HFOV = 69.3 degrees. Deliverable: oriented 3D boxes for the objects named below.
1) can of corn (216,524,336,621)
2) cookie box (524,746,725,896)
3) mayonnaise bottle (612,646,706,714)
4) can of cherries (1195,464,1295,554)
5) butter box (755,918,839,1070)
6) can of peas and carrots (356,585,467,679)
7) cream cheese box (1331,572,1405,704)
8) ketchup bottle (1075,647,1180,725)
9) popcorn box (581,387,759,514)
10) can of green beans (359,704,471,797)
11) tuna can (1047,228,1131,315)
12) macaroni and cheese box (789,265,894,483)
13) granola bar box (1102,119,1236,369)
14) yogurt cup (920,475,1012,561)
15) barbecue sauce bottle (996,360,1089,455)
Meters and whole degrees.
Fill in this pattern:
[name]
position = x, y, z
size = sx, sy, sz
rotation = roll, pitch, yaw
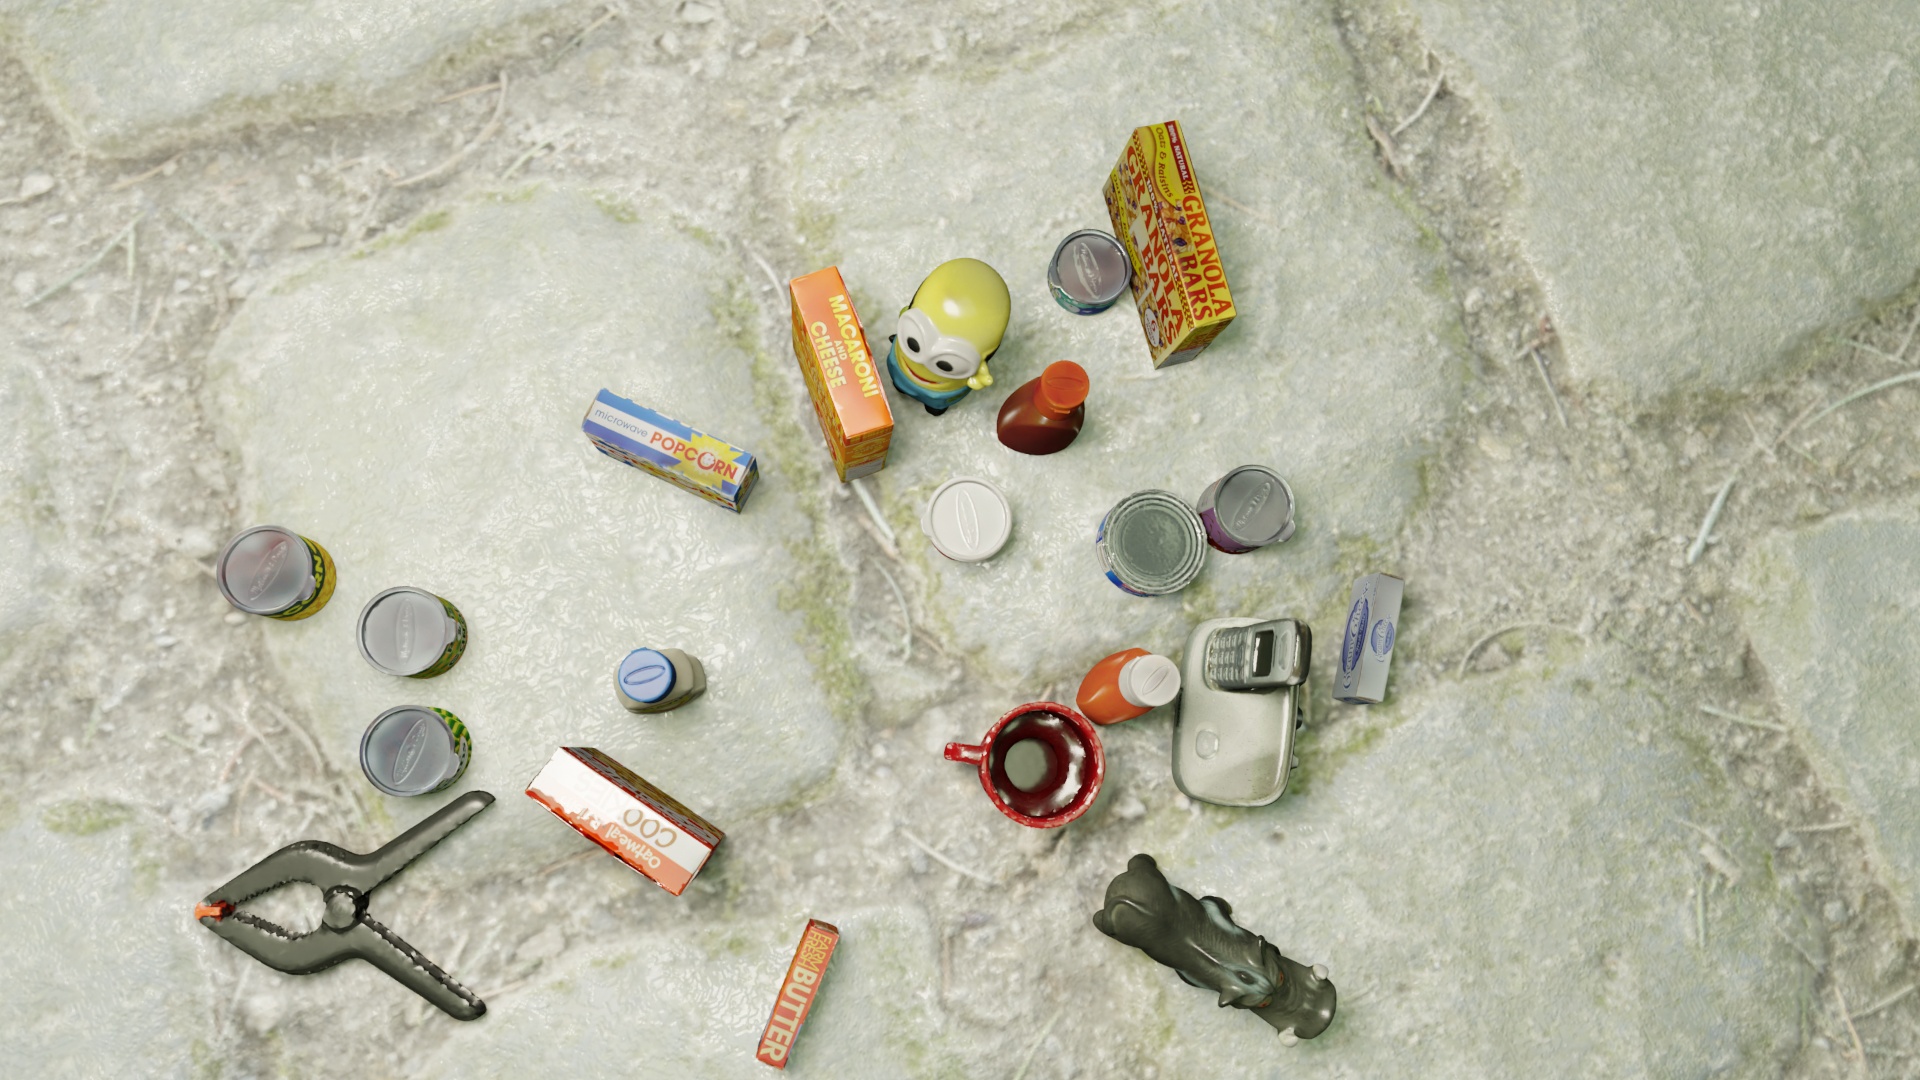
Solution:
[can of corn]
position = -0.505, 0.026, 1.033
size = 0.071, 0.058, 0.071
rotation = 1, 81, -6
[cookie box]
position = -0.232, 0.195, 0.982
size = 0.123, 0.167, 0.040
rotation = 34, 79, -1
[mayonnaise bottle]
position = -0.221, 0.102, 1.008
size = 0.065, 0.148, 0.041
rotation = -17, 84, -9
[can of cherries]
position = 0.231, -0.022, 1.125
size = 0.071, 0.058, 0.071
rotation = 1, 81, -6
[butter box]
position = -0.121, 0.334, 1.030
size = 0.024, 0.053, 0.103
rotation = 23, 79, -3
[can of peas and carrots]
position = -0.406, 0.069, 1.037
size = 0.071, 0.058, 0.071
rotation = 1, 81, -6
[cream cheese box]
position = 0.329, 0.080, 1.122
size = 0.024, 0.053, 0.104
rotation = 15, 80, -4
[ketchup bottle]
position = 0.128, 0.108, 1.046
size = 0.043, 0.148, 0.065
rotation = 44, 79, 1
[popcorn box]
position = -0.221, -0.067, 1.067
size = 0.127, 0.085, 0.038
rotation = 24, 80, -2
[can of green beans]
position = -0.400, 0.155, 1.025
size = 0.071, 0.057, 0.071
rotation = 1, 81, -6
[tuna can]
position = 0.104, -0.222, 1.156
size = 0.071, 0.032, 0.071
rotation = 1, 81, -6
[macaroni and cheese box]
position = -0.091, -0.121, 1.049
size = 0.040, 0.166, 0.124
rotation = -19, 84, -9
[granola bar box]
position = 0.166, -0.235, 1.118
size = 0.039, 0.124, 0.165
rotation = -14, 83, -8
[yogurt cup]
position = 0.004, -0.014, 1.100
size = 0.072, 0.054, 0.072
rotation = 1, 81, -6
[barbecue sauce bottle]
position = 0.068, -0.102, 1.073
size = 0.065, 0.148, 0.044
rotation = 5, 81, -6
